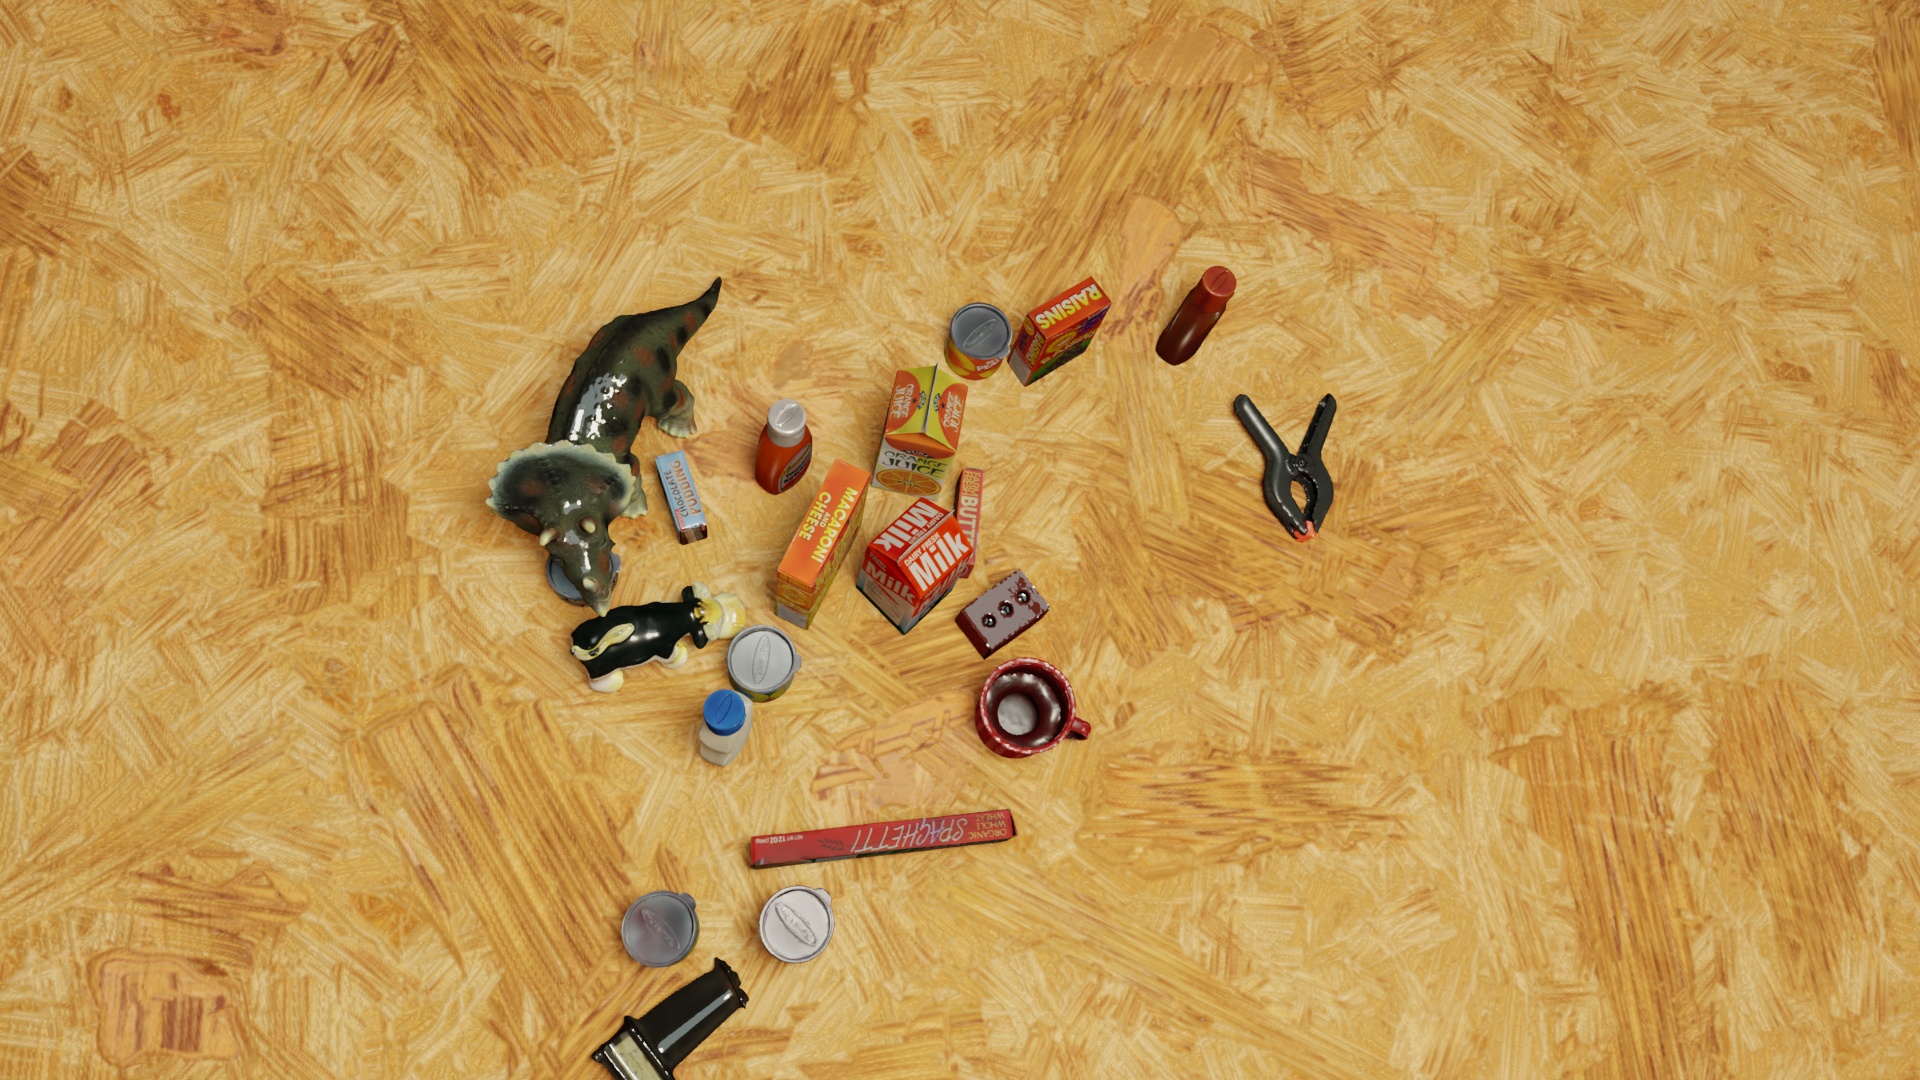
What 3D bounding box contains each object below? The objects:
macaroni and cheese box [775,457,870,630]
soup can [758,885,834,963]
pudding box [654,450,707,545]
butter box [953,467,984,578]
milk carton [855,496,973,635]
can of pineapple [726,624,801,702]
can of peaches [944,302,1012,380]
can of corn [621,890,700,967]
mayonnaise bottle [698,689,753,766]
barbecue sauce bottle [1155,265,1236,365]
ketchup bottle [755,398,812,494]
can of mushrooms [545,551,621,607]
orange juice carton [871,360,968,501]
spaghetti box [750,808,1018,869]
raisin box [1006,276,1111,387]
[{"bbox_3d":[-0.132,0.007,1.331,0.040,0.166,0.124,26,71,0],"label":"macaroni and cheese box"},{"bbox_3d":[-0.148,0.348,1.263,0.071,0.083,0.071,2,72,-8],"label":"soup can"},{"bbox_3d":[-0.279,-0.043,1.387,0.030,0.049,0.084,-17,76,-13],"label":"pudding box"},{"bbox_3d":[0.005,-0.018,1.419,0.024,0.053,0.104,8,72,-6],"label":"butter box"},{"bbox_3d":[-0.044,0.022,1.327,0.073,0.190,0.072,45,72,7],"label":"milk carton"},{"bbox_3d":[-0.191,0.121,1.343,0.071,0.057,0.071,2,72,-8],"label":"can of pineapple"},{"bbox_3d":[0.019,-0.210,1.481,0.071,0.058,0.071,2,72,-8],"label":"can of peaches"},{"bbox_3d":[-0.268,0.350,1.258,0.071,0.058,0.071,2,72,-8],"label":"can of corn"},{"bbox_3d":[-0.216,0.167,1.277,0.041,0.147,0.065,25,71,0],"label":"mayonnaise bottle"},{"bbox_3d":[0.254,-0.241,1.478,0.044,0.148,0.065,40,72,5],"label":"barbecue sauce bottle"},{"bbox_3d":[-0.173,-0.095,1.367,0.043,0.148,0.065,40,72,5],"label":"ketchup bottle"},{"bbox_3d":[-0.367,0.030,1.359,0.071,0.033,0.071,2,72,-8],"label":"can of mushrooms"},{"bbox_3d":[-0.039,-0.108,1.368,0.073,0.192,0.072,12,72,-4],"label":"orange juice carton"},{"bbox_3d":[-0.073,0.283,1.313,0.250,0.050,0.029,-4,74,-10],"label":"spaghetti box"},{"bbox_3d":[0.102,-0.218,1.461,0.086,0.123,0.040,-31,80,-16],"label":"raisin box"}]
